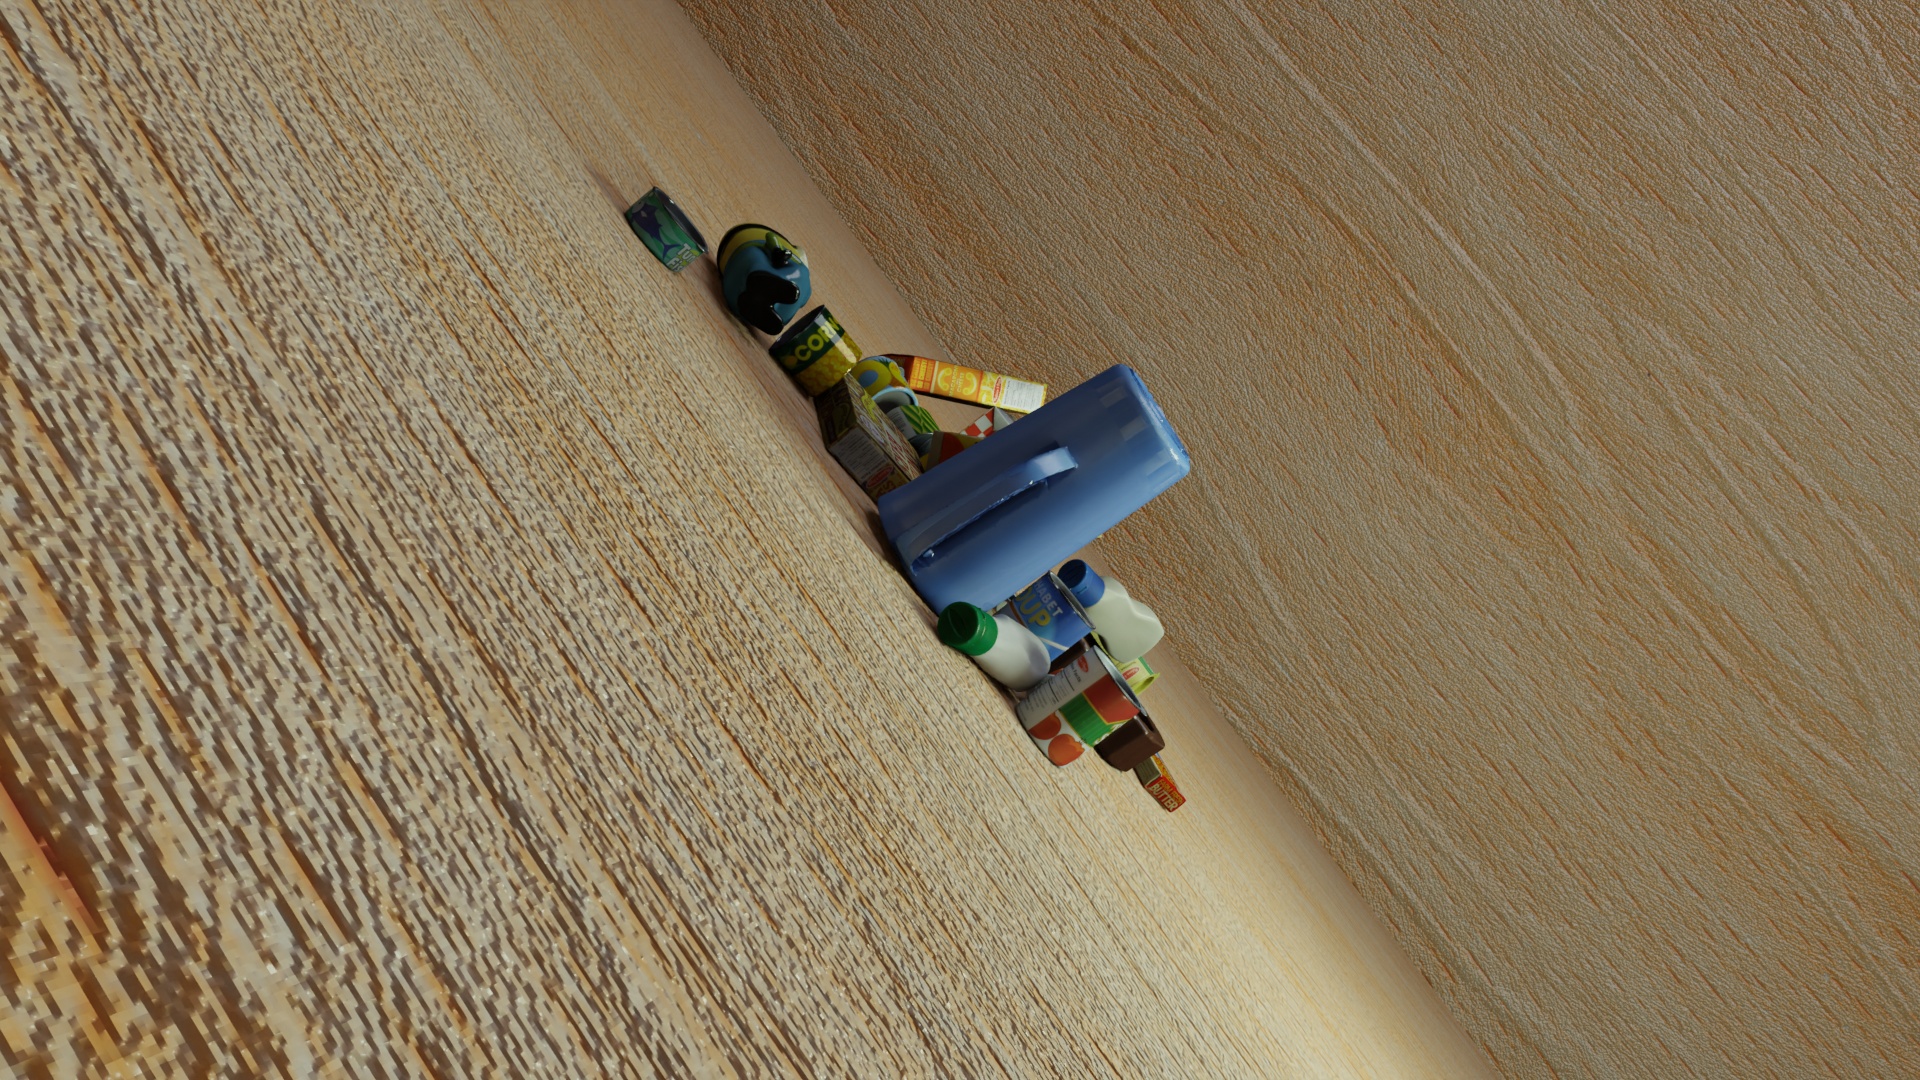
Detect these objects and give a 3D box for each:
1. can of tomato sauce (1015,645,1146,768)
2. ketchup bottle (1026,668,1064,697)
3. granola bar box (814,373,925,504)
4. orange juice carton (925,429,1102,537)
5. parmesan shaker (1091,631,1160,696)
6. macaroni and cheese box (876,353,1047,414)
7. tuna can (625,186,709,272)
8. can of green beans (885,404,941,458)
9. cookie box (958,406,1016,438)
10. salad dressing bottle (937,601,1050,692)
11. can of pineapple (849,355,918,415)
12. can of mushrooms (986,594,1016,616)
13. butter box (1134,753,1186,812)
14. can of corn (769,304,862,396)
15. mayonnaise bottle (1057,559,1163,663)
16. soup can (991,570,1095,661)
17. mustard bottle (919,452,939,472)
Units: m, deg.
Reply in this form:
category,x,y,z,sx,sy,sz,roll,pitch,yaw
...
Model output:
category,x,y,z,sx,sy,sz,roll,pitch,yaw
can of tomato sauce,0.098,0.139,1.140,0.071,0.083,0.071,51,7,-9
ketchup bottle,0.096,0.143,1.251,0.065,0.043,0.148,54,8,19
granola bar box,-0.079,-0.084,1.291,0.124,0.039,0.166,49,9,-25
orange juice carton,0.042,-0.056,1.298,0.193,0.071,0.073,13,5,36
parmesan shaker,0.180,0.139,1.666,0.103,0.071,0.071,54,8,20
macaroni and cheese box,-0.003,-0.178,1.580,0.167,0.040,0.124,9,4,-24
tuna can,-0.240,-0.253,1.143,0.071,0.033,0.071,51,8,-9
can of green beans,-0.049,-0.097,1.427,0.071,0.071,0.058,45,9,-43
cookie box,0.009,-0.094,1.538,0.040,0.123,0.167,53,7,3
salad dressing bottle,0.027,0.084,1.129,0.064,0.044,0.147,62,13,27
can of pineapple,-0.083,-0.153,1.465,0.071,0.071,0.058,43,12,-49
can of mushrooms,0.026,0.048,1.318,0.071,0.033,0.071,51,8,-10
butter box,0.205,0.244,1.505,0.053,0.024,0.104,47,9,-29
can of corn,-0.132,-0.176,1.288,0.058,0.071,0.071,50,8,-19
mayonnaise bottle,0.150,0.070,1.426,0.147,0.064,0.041,43,13,-42
soup can,0.066,0.076,1.235,0.071,0.083,0.071,51,7,-9
mustard bottle,0.005,-0.018,1.407,0.159,0.065,0.049,56,5,-23
